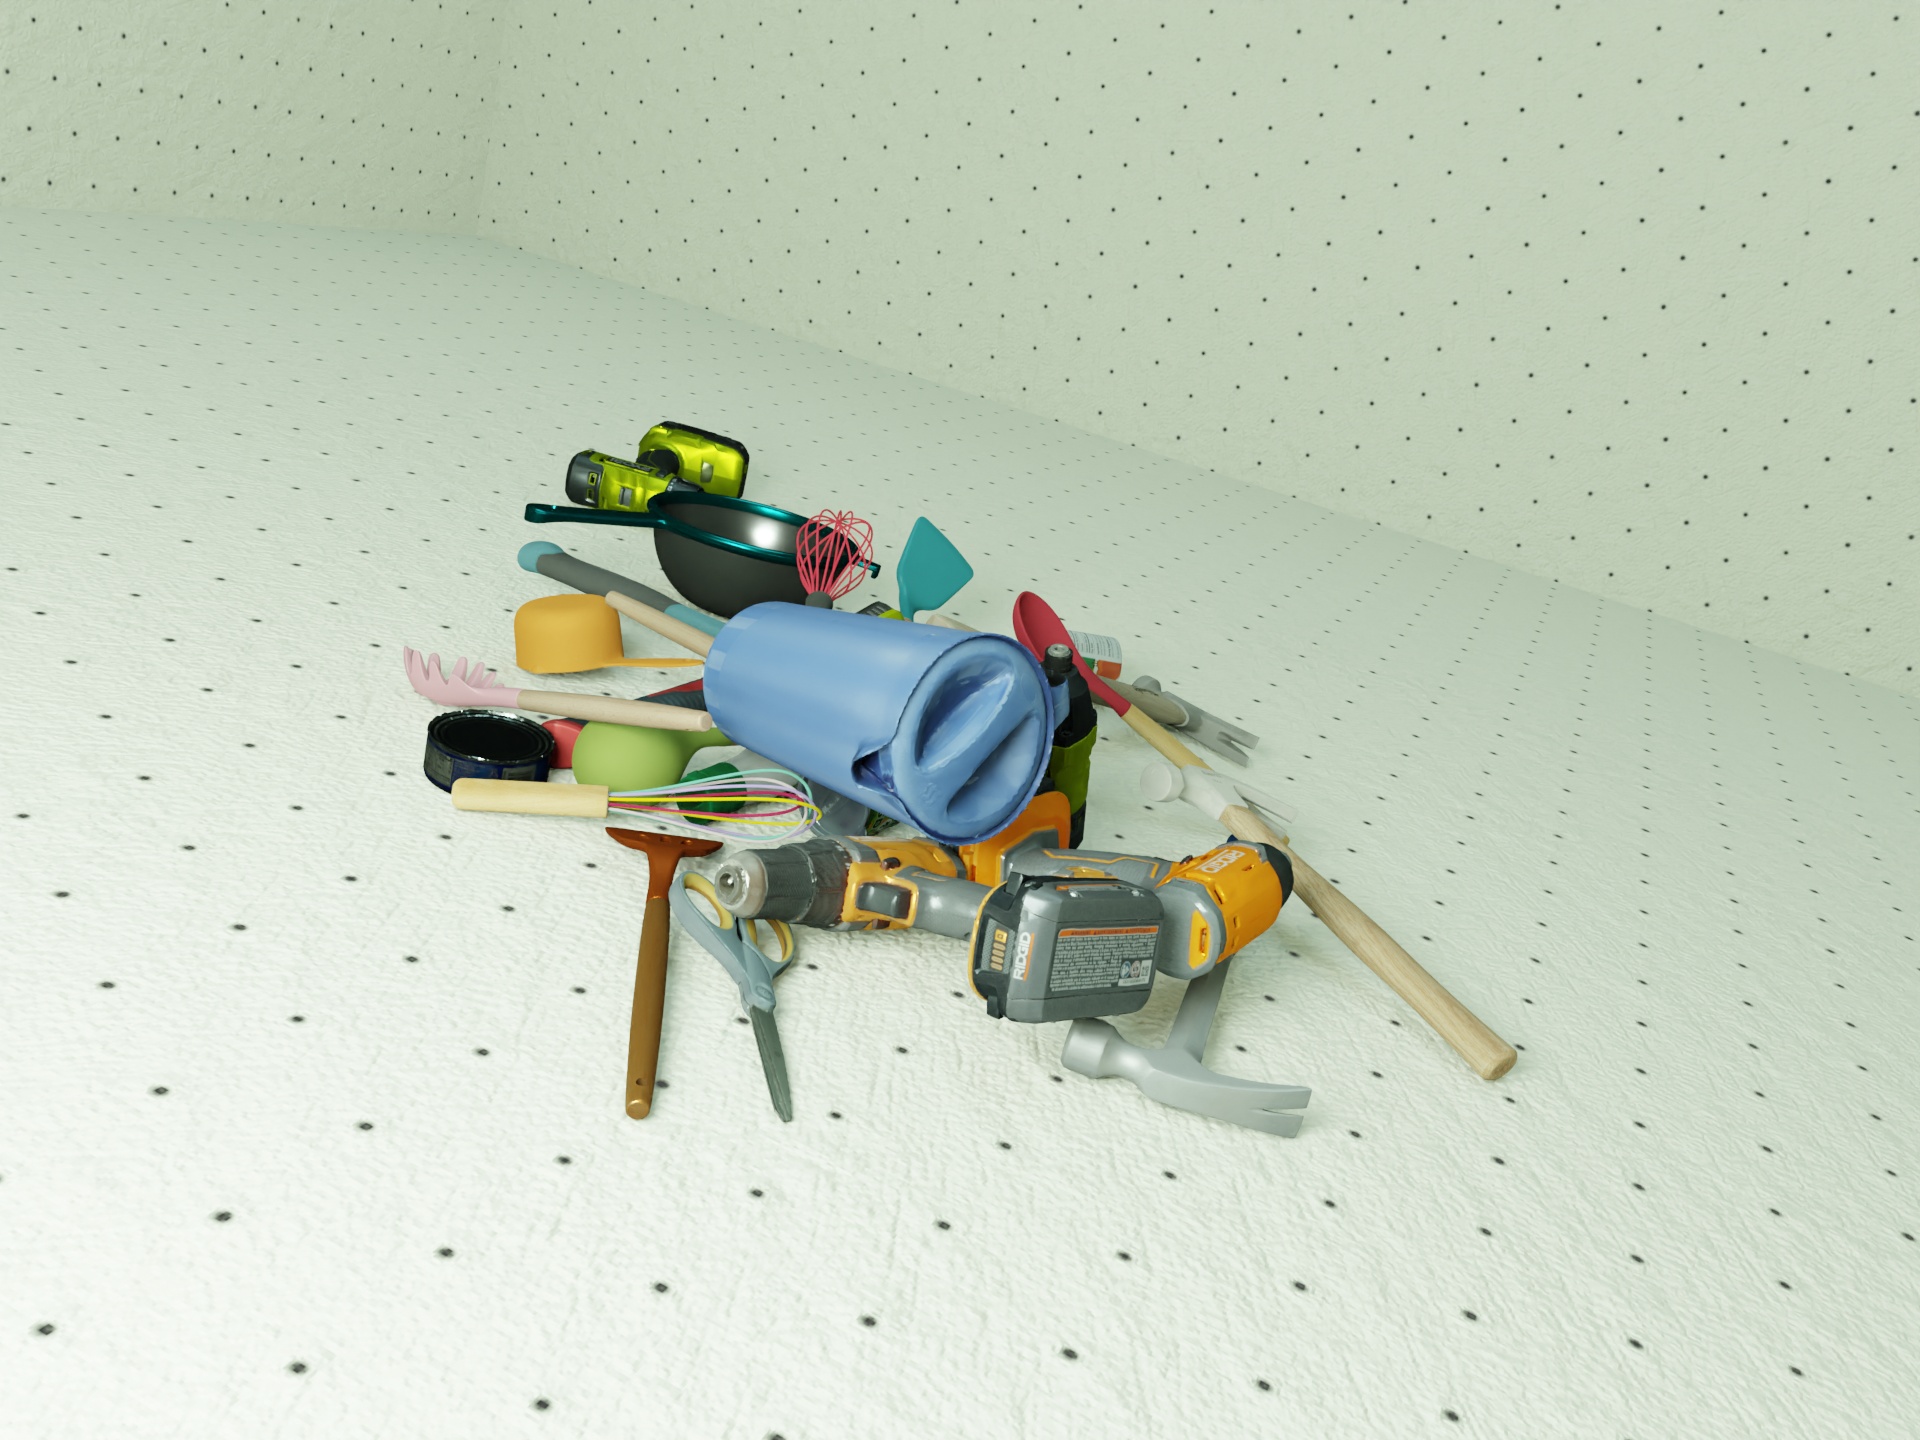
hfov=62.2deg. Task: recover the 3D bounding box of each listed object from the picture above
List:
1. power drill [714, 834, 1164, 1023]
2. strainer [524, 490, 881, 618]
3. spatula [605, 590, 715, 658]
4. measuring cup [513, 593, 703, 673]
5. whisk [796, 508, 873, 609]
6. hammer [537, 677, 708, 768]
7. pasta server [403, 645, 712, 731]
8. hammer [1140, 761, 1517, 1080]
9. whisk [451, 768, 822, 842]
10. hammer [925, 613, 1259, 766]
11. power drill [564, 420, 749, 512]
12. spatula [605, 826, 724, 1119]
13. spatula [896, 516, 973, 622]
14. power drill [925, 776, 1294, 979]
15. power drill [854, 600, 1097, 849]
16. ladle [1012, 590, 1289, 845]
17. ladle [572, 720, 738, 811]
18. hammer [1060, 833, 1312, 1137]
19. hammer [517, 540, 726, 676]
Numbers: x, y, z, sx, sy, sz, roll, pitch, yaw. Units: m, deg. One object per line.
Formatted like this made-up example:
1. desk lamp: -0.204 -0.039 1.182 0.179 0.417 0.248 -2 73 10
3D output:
1. power drill: -0.018 0.114 0.945 0.226 0.084 0.185 12 3 42
2. strainer: -0.260 -0.151 1.522 0.340 0.095 0.211 0 23 -39
3. spatula: -0.156 -0.037 1.231 0.316 0.018 0.059 26 -11 24
4. measuring cup: -0.286 -0.072 1.297 0.174 0.052 0.095 4 17 24
5. whisk: -0.119 -0.109 1.359 0.073 0.073 0.296 13 30 -4
6. hammer: -0.221 -0.027 1.314 0.143 0.038 0.386 22 21 22
7. pasta server: -0.290 -0.020 1.127 0.316 0.040 0.060 6 -3 36
8. hammer: 0.273 0.137 1.157 0.130 0.031 0.332 9 28 -44
9. whisk: -0.215 0.054 1.070 0.245 0.051 0.047 4 6 -10
10. hammer: 0.113 -0.029 1.407 0.146 0.038 0.410 31 10 38
11. power drill: -0.329 -0.278 1.853 0.190 0.080 0.229 16 23 5
12. spatula: -0.181 0.132 0.942 0.081 0.041 0.323 9 25 -11
13. spatula: -0.048 -0.083 1.466 0.082 0.044 0.318 46 28 -19
14. power drill: 0.108 0.100 1.076 0.227 0.084 0.164 12 18 34
15. power drill: -0.002 -0.004 1.215 0.223 0.171 0.080 20 34 27
16. ladle: 0.157 0.006 1.322 0.315 0.031 0.069 40 37 -11
17. ladle: -0.173 0.018 1.230 0.078 0.062 0.320 54 26 16
18. hammer: 0.184 0.161 1.099 0.144 0.035 0.405 19 20 12
19. hammer: -0.257 -0.096 1.381 0.331 0.033 0.128 23 20 29
